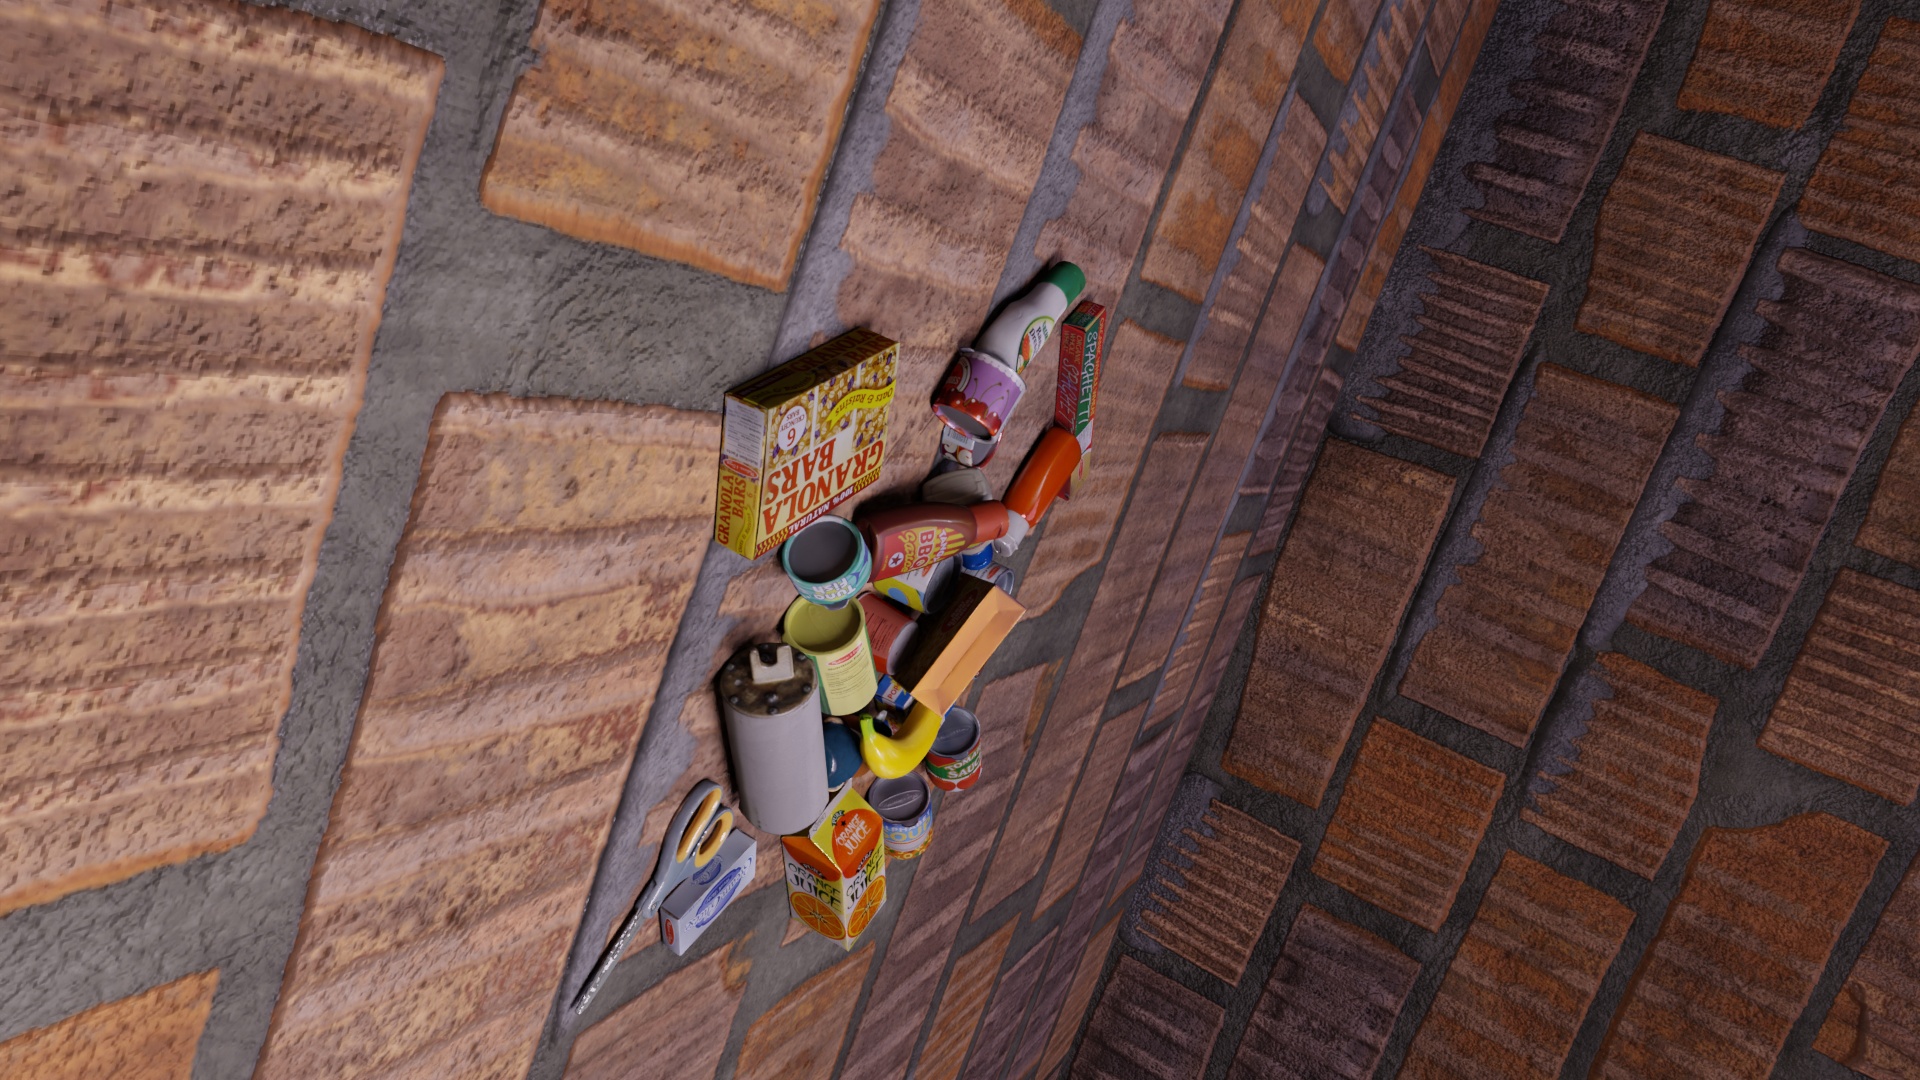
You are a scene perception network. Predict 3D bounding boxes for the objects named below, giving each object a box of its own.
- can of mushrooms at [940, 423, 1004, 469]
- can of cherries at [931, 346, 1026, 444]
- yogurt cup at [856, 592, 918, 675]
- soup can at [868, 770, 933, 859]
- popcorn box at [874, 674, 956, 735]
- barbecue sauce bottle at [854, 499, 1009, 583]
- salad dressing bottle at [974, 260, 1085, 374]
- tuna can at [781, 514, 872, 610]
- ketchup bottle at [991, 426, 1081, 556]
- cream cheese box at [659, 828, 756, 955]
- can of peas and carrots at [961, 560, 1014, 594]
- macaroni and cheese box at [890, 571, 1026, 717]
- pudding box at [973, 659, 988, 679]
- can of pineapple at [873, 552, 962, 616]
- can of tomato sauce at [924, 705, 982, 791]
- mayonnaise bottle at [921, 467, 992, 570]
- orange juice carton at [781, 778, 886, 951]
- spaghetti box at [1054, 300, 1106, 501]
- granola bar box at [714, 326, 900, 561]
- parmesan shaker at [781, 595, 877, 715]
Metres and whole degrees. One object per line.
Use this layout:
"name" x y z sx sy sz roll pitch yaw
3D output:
"can of mushrooms" 0.013 -0.100 1.297 0.071 0.033 0.070 -50 153 -36
"can of cherries" 0.014 -0.128 1.230 0.058 0.071 0.071 -60 158 -12
"yogurt cup" -0.074 0.087 1.260 0.073 0.054 0.072 -50 154 -36
"soup can" -0.063 0.297 1.492 0.072 0.071 0.083 -51 155 -33
"popcorn box" -0.045 0.163 1.433 0.085 0.038 0.126 -54 156 -28
"barbecue sauce bottle" -0.025 -0.007 1.217 0.149 0.044 0.064 -13 136 -36
"salad dressing bottle" 0.067 -0.206 1.296 0.148 0.044 0.064 -52 157 -33
"tuna can" -0.105 0.017 1.090 0.071 0.071 0.032 -58 156 -20
"ketchup bottle" 0.077 -0.050 1.489 0.149 0.043 0.064 -56 156 -24
"cream cheese box" -0.216 0.301 1.193 0.104 0.024 0.053 -44 152 -44
"can of peas and carrots" 0.014 0.050 1.425 0.071 0.059 0.070 -50 155 -34
"macaroni and cheese box" -0.010 0.092 1.292 0.124 0.040 0.166 -51 -169 -5
"pudding box" 0.006 0.120 1.467 0.050 0.030 0.083 -58 -168 -16
"can of pineapple" -0.039 0.029 1.276 0.071 0.058 0.070 -50 154 -35
"can of tomato sauce" -0.008 0.235 1.556 0.071 0.071 0.082 -53 156 -30
"mayonnaise bottle" 0.005 -0.017 1.332 0.065 0.041 0.147 -18 153 1
"orange juice carton" -0.123 0.312 1.360 0.072 0.073 0.191 -48 153 -38
"spaghetti box" 0.127 -0.150 1.523 0.050 0.029 0.248 -49 154 -36
"granola bar box" -0.110 -0.074 1.021 0.166 0.039 0.123 -38 146 -50
"parmesan shaker" -0.110 0.096 1.171 0.071 0.071 0.102 -54 157 -29
